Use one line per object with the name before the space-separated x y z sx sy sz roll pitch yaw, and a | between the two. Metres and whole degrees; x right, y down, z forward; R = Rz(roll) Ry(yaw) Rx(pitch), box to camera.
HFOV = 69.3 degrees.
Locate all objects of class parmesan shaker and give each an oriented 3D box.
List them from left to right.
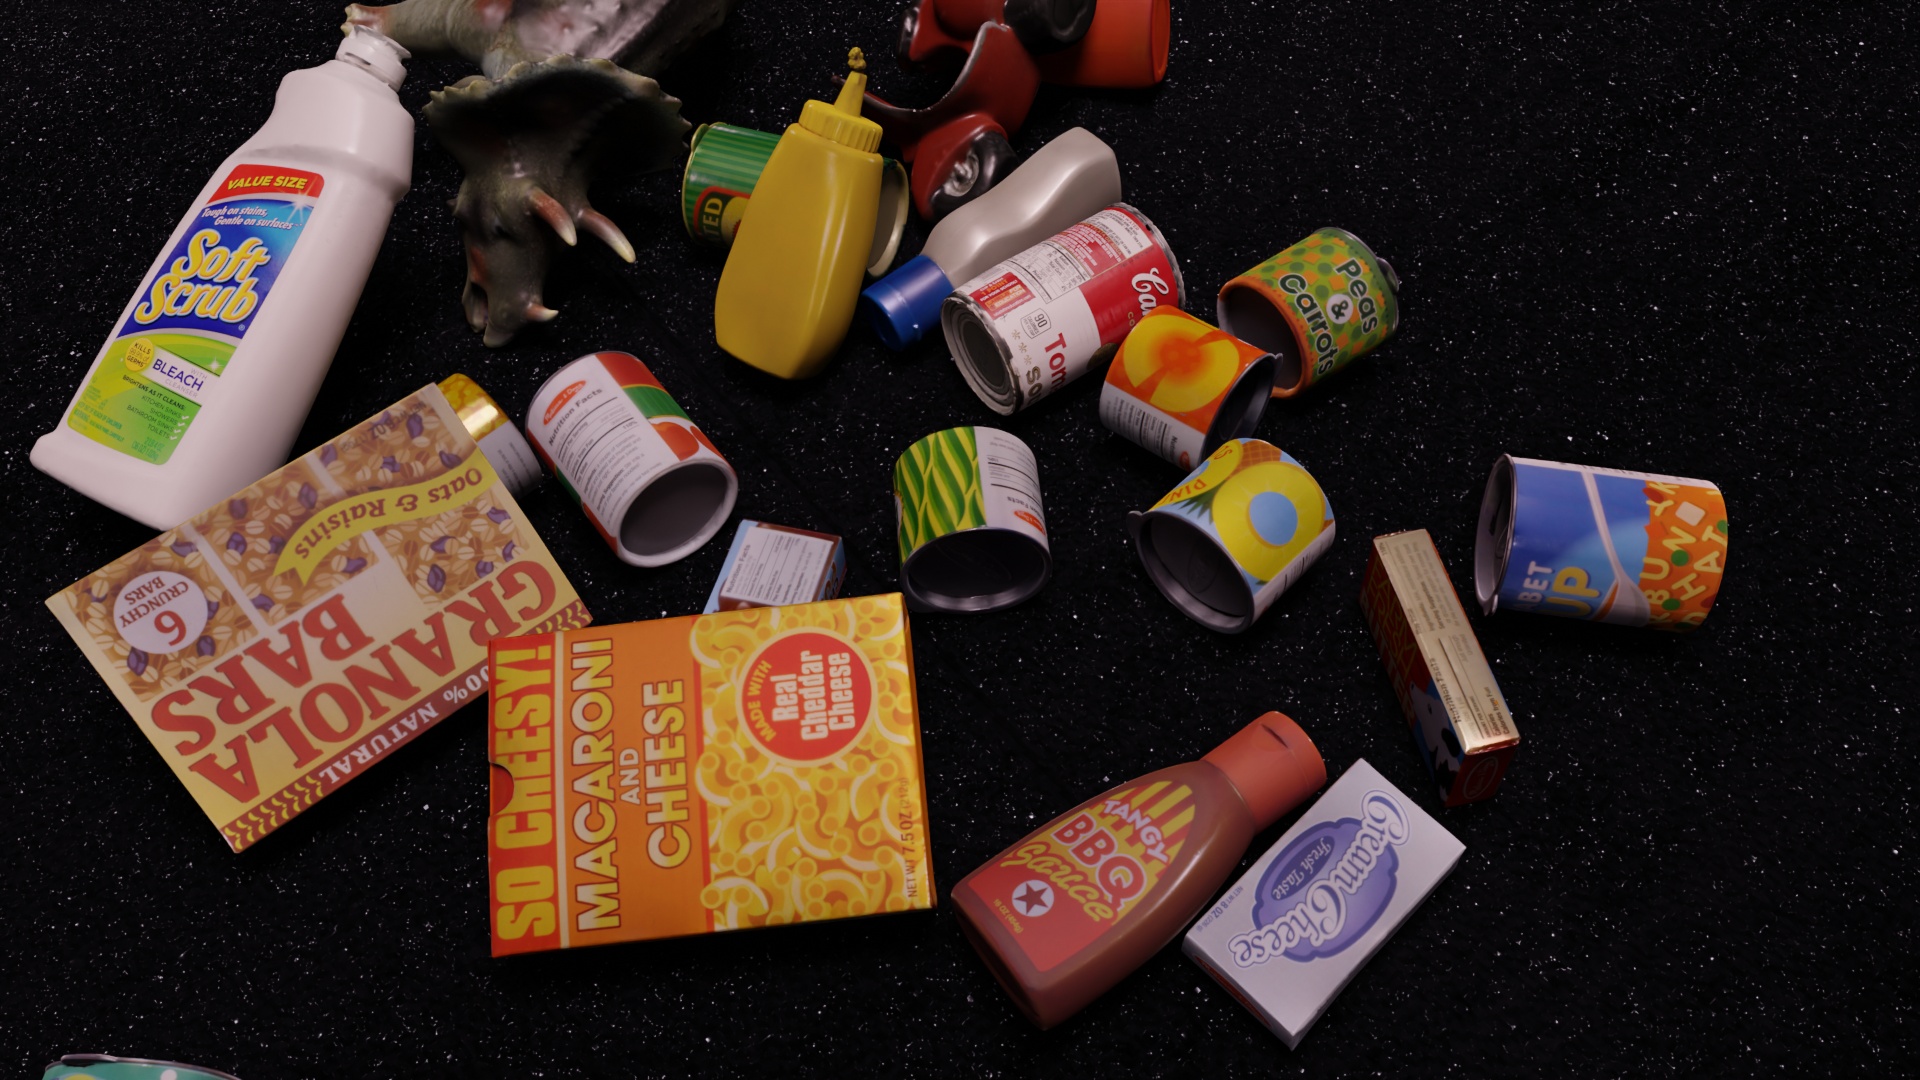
parmesan shaker | -0.087 -0.181 0.739 0.103 0.071 0.071 15 58 14

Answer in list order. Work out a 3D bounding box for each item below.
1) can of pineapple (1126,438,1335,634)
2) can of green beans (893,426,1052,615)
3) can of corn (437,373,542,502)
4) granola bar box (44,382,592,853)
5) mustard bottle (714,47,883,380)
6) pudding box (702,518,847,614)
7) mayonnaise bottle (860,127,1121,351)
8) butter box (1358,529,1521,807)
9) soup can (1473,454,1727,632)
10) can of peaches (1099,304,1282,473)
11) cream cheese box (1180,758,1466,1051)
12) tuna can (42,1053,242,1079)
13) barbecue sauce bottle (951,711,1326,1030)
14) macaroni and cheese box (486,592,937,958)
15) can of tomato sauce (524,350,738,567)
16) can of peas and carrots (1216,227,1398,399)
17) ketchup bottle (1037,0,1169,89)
can of pineapple | 0.118 -0.004 0.602 0.058 0.070 0.071 -40 61 -22
can of green beans | 0.004 -0.009 0.615 0.071 0.071 0.058 -6 54 0
can of corn | -0.241 -0.038 0.652 0.071 0.070 0.058 37 65 26
granola bar box | -0.260 0.029 0.582 0.166 0.039 0.124 -35 102 -19
mustard bottle | -0.070 -0.160 0.678 0.065 0.159 0.049 29 22 17
pudding box | -0.086 0.034 0.613 0.050 0.030 0.084 11 57 10
mayonnaise bottle | 0.017 -0.152 0.719 0.148 0.064 0.041 -36 61 -15
butter box | 0.193 0.051 0.568 0.024 0.053 0.104 -12 54 -1
soup can | 0.268 0.004 0.588 0.084 0.071 0.072 8 56 9
can of peaches | 0.107 -0.071 0.651 0.058 0.071 0.071 31 63 24
cream cheese box | 0.139 0.137 0.529 0.104 0.024 0.053 -39 62 -21
tuna can | -0.289 0.204 0.484 0.071 0.070 0.033 -2 56 3
barbecue sauce bottle | 0.073 0.119 0.532 0.149 0.043 0.065 -30 43 -17
macaroni and cheese box | -0.098 0.091 0.546 0.166 0.040 0.124 -6 73 0
can of tomato sauce | -0.152 -0.037 0.648 0.071 0.070 0.083 -34 60 -18
can of peas and carrots | 0.168 -0.109 0.671 0.059 0.070 0.071 -31 58 -15
ketchup bottle | 0.047 -0.303 0.823 0.149 0.064 0.044 8 36 20
